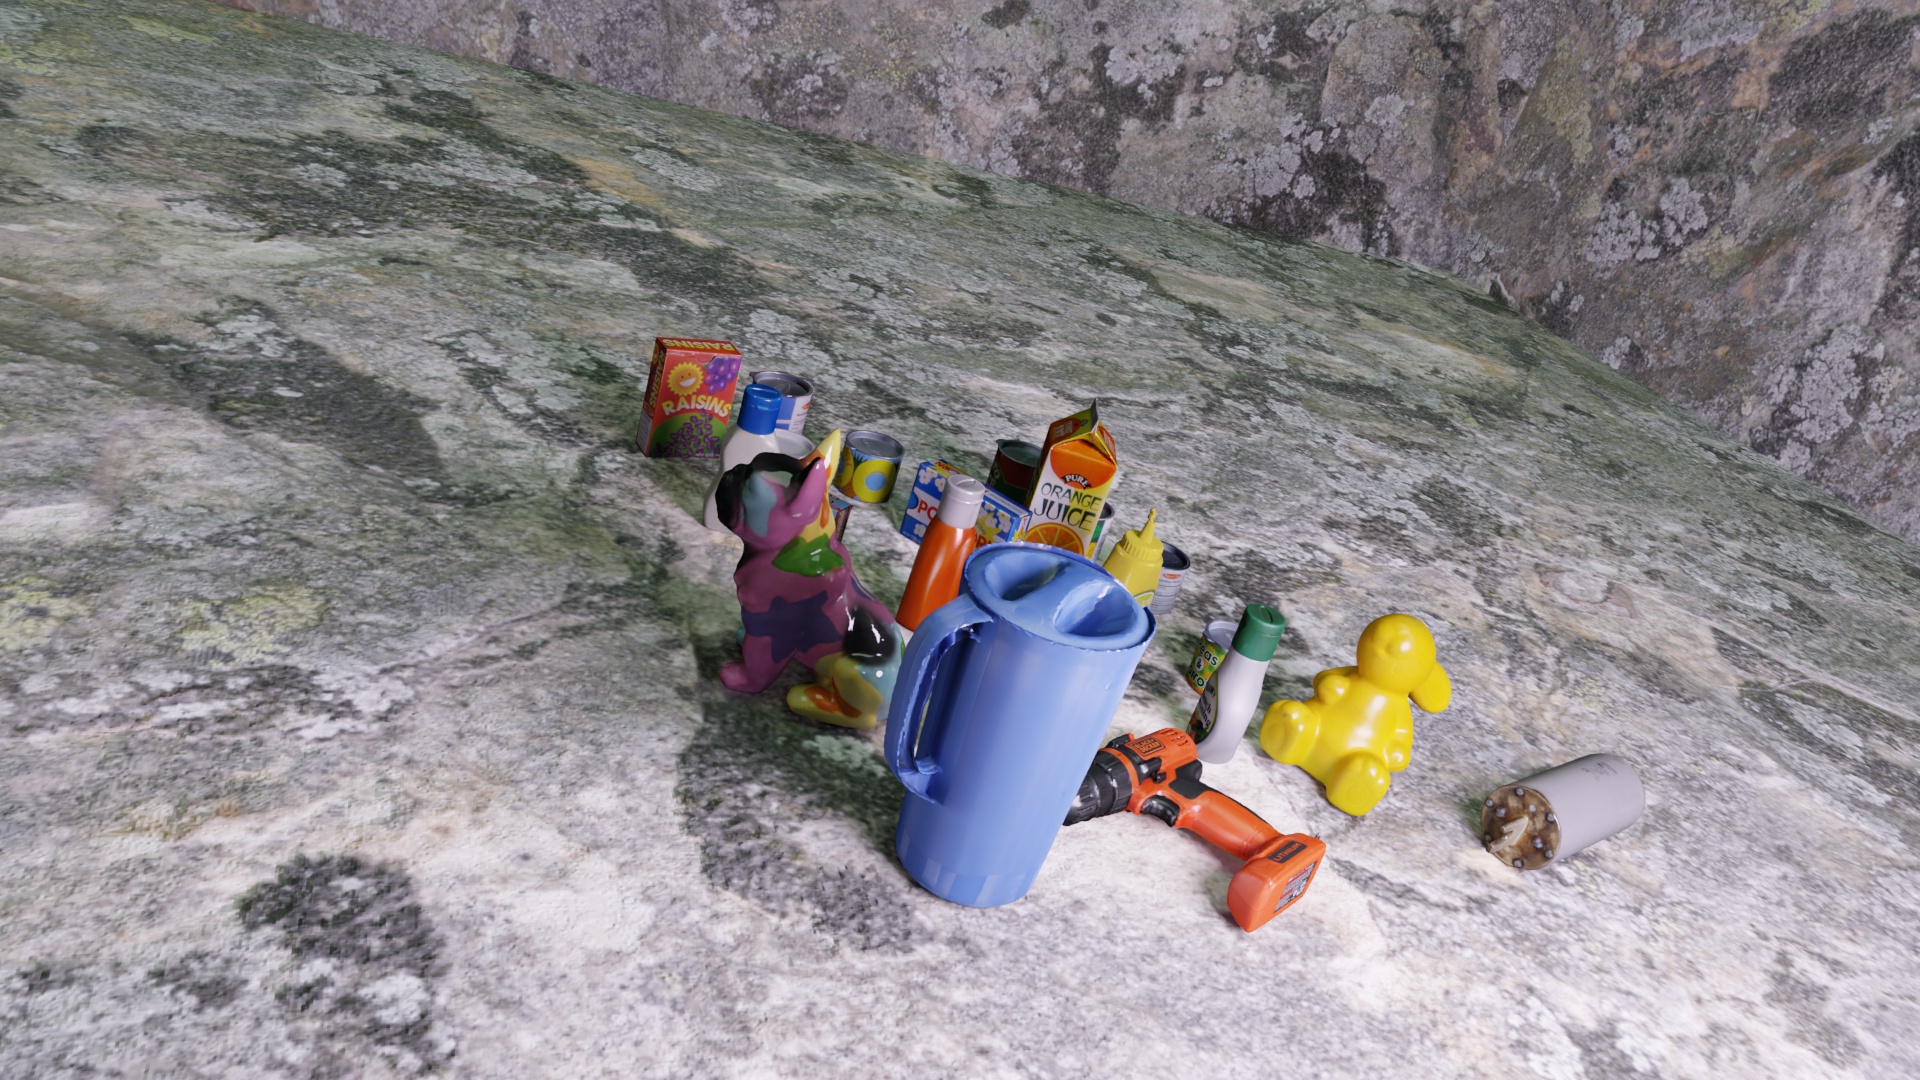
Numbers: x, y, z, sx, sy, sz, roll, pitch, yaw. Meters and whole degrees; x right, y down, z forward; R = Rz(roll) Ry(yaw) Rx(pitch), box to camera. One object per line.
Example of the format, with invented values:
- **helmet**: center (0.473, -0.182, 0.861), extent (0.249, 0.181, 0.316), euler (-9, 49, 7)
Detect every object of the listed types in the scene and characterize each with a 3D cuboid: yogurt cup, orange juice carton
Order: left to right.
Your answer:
- **yogurt cup**: center (-0.191, -0.080, 1.458), extent (0.072, 0.053, 0.073), euler (14, 26, -7)
- **orange juice carton**: center (0.110, -0.051, 1.433), extent (0.073, 0.191, 0.072), euler (16, 25, -3)

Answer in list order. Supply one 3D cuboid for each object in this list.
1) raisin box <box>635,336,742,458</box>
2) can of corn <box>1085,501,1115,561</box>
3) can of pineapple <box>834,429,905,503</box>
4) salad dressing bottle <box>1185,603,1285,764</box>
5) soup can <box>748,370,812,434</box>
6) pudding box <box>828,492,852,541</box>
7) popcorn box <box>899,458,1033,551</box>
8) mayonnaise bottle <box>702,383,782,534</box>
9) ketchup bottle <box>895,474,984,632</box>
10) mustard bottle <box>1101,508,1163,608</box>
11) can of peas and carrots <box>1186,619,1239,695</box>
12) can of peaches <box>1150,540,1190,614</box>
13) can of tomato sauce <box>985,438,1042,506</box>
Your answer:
- **raisin box**: center (-0.285, -0.148, 1.453), extent (0.086, 0.122, 0.040), euler (0, 31, -34)
- **can of corn**: center (0.127, -0.016, 1.528), extent (0.071, 0.058, 0.071), euler (14, 26, -7)
- **can of pineapple**: center (-0.101, -0.081, 1.511), extent (0.071, 0.057, 0.071), euler (14, 26, -7)
- **salad dressing bottle**: center (0.241, 0.126, 1.217), extent (0.044, 0.147, 0.064), euler (14, 25, -7)
- **soup can**: center (-0.206, -0.136, 1.525), extent (0.071, 0.083, 0.071), euler (14, 26, -7)
- **pudding box**: center (-0.154, -0.030, 1.385), extent (0.084, 0.049, 0.030), euler (27, 27, 18)
- **popcorn box**: center (0.005, -0.018, 1.423), extent (0.127, 0.084, 0.038), euler (31, 28, 26)
- **mayonnaise bottle**: center (-0.204, -0.077, 1.335), extent (0.065, 0.147, 0.041), euler (10, 26, -16)
- **ketchup bottle**: center (-0.014, 0.012, 1.277), extent (0.043, 0.148, 0.065), euler (30, 28, 25)
- **mustard bottle**: center (0.157, 0.042, 1.315), extent (0.065, 0.159, 0.049), euler (-11, 38, -46)
- **can of peas and carrots**: center (0.256, 0.118, 1.343), extent (0.071, 0.058, 0.071), euler (14, 26, -7)
- **can of peaches**: center (0.202, 0.036, 1.472), extent (0.071, 0.057, 0.071), euler (14, 26, -7)
- **can of tomato sauce**: center (0.060, -0.062, 1.548), extent (0.071, 0.082, 0.071), euler (14, 26, -7)
